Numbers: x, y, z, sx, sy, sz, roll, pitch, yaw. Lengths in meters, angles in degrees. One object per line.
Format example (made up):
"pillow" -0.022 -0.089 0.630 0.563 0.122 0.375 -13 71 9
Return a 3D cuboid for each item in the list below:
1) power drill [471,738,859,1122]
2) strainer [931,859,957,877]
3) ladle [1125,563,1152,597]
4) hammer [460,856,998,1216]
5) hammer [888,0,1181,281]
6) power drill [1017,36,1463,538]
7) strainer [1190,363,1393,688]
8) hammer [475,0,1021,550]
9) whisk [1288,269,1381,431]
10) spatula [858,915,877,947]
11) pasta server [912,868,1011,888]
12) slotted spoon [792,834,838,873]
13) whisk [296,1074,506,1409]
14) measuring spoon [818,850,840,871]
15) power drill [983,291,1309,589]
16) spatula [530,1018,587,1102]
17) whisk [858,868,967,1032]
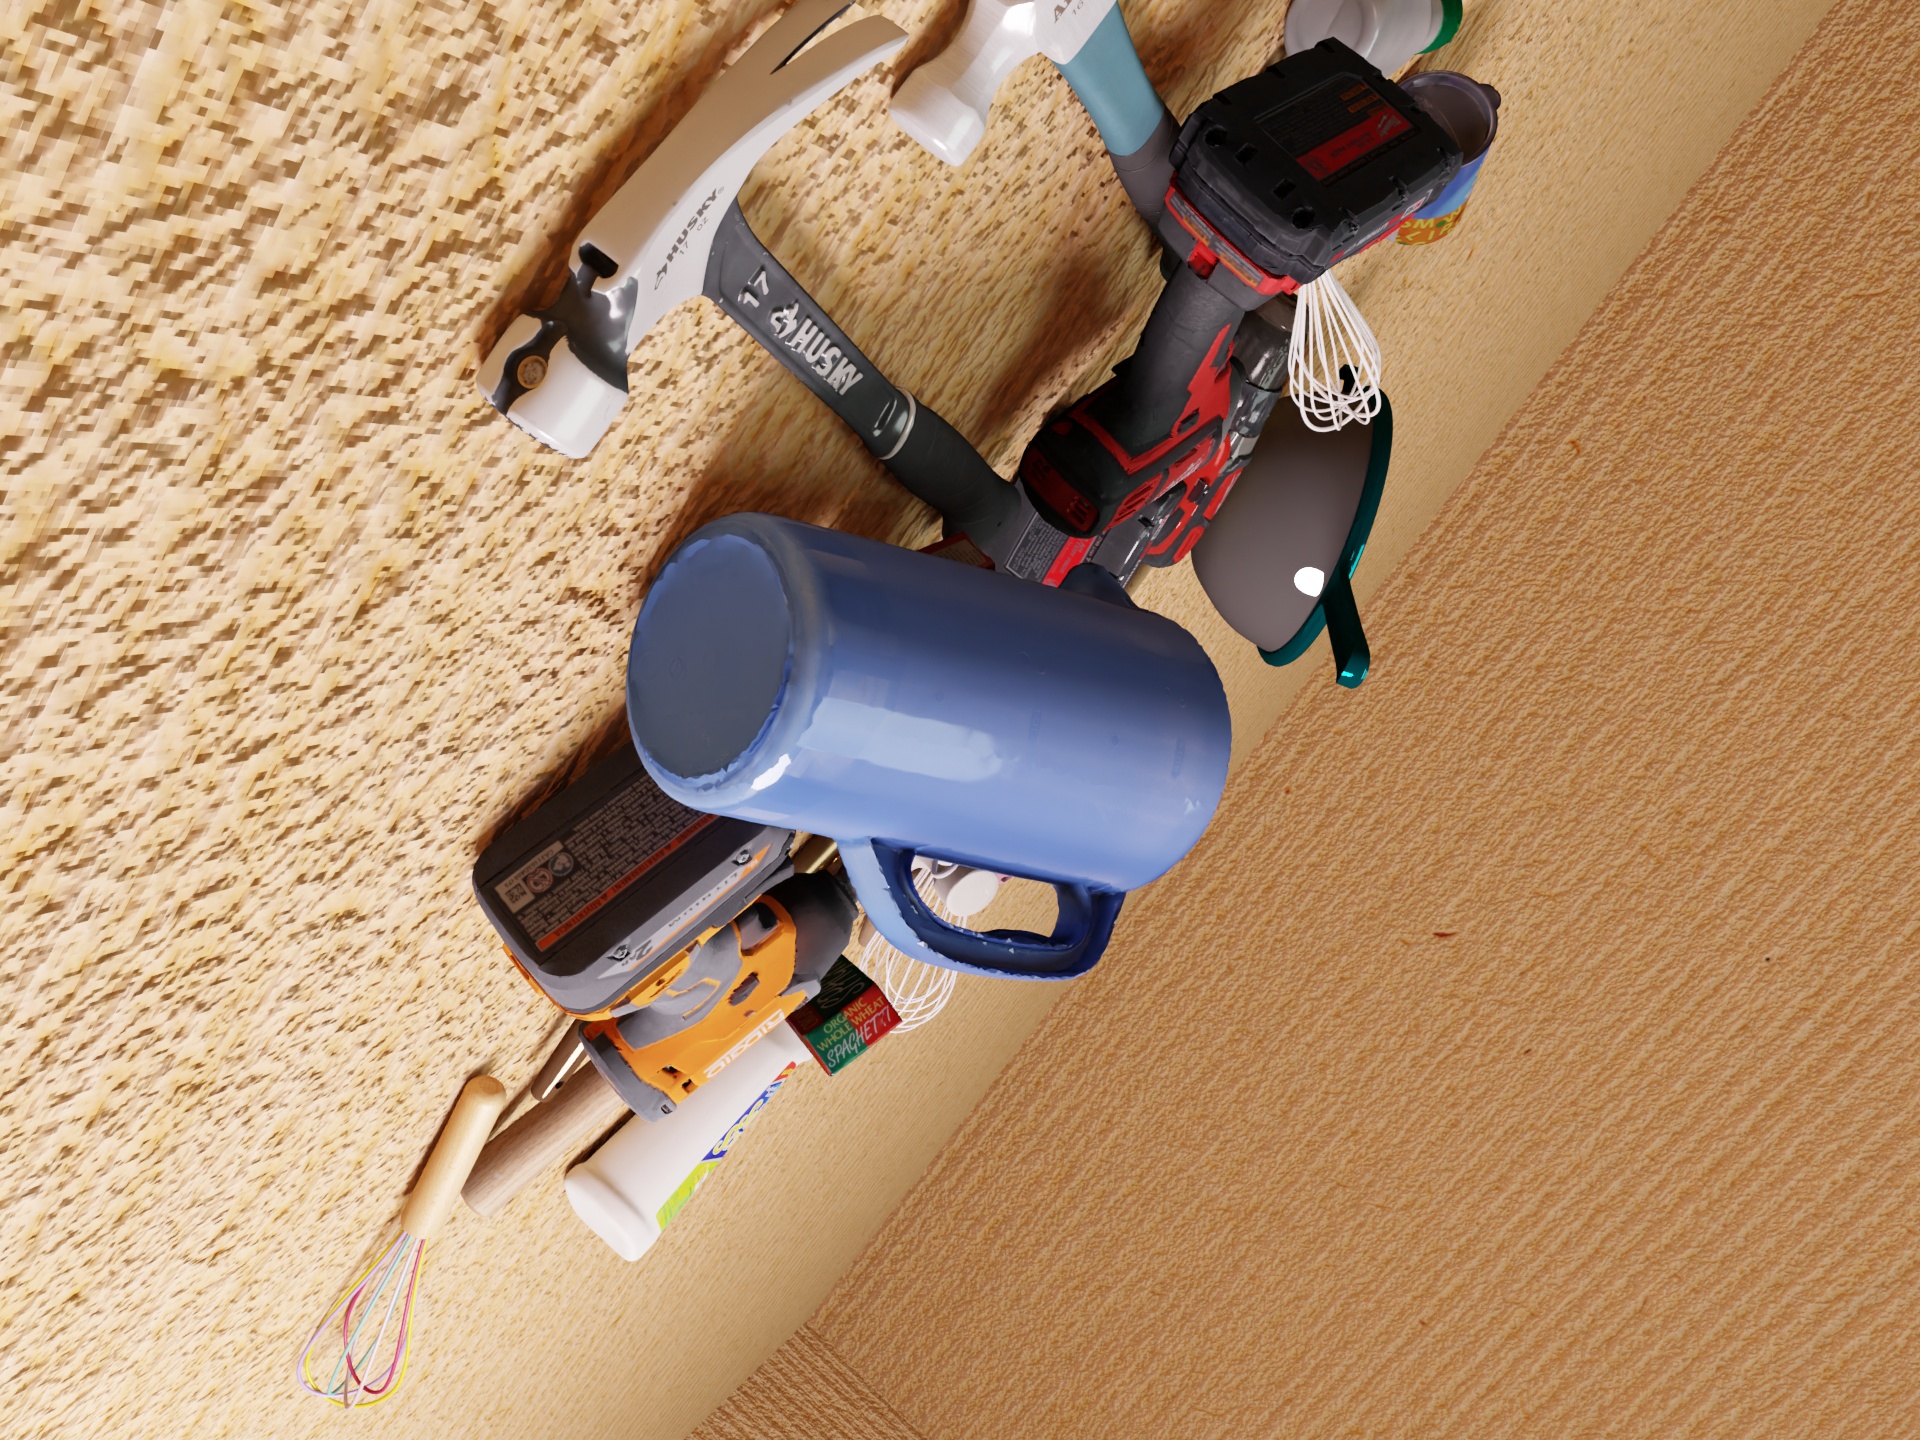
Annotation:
"power drill" -0.114 0.089 0.722 0.164 0.084 0.226 -38 157 -15
"strainer" -0.001 -0.003 0.822 0.087 0.050 0.259 -20 -150 15
"ladle" 0.109 -0.089 1.036 0.069 0.031 0.315 -40 -171 42
"hammer" -0.138 0.149 0.862 0.331 0.130 0.031 -39 136 -1
"hammer" 0.071 -0.234 0.638 0.128 0.033 0.331 -52 166 11
"power drill" 0.117 -0.181 0.709 0.143 0.078 0.219 -37 169 -33
"strainer" 0.216 -0.120 1.089 0.341 0.095 0.211 -79 -171 -60
"hammer" -0.030 -0.124 0.607 0.149 0.036 0.408 -53 167 5
"whisk" 0.186 -0.237 0.834 0.059 0.058 0.246 -40 144 -4
"spatula" -0.026 0.072 1.160 0.060 0.018 0.315 -43 164 -45
"pasta server" -0.031 0.108 1.157 0.060 0.040 0.316 -54 155 20
"slotted spoon" -0.012 0.001 1.004 0.314 0.031 0.070 -47 171 -8
"whisk" -0.287 0.279 0.835 0.245 0.047 0.051 -60 162 22
"measuring spoon" -0.054 0.062 1.059 0.117 0.011 0.021 -46 165 -17
"power drill" 0.117 -0.151 0.913 0.227 0.080 0.187 -36 160 -54
"spatula" -0.123 0.077 0.804 0.317 0.044 0.082 -54 146 9
"whisk" 0.002 0.081 1.101 0.070 0.070 0.285 57 56 -75
